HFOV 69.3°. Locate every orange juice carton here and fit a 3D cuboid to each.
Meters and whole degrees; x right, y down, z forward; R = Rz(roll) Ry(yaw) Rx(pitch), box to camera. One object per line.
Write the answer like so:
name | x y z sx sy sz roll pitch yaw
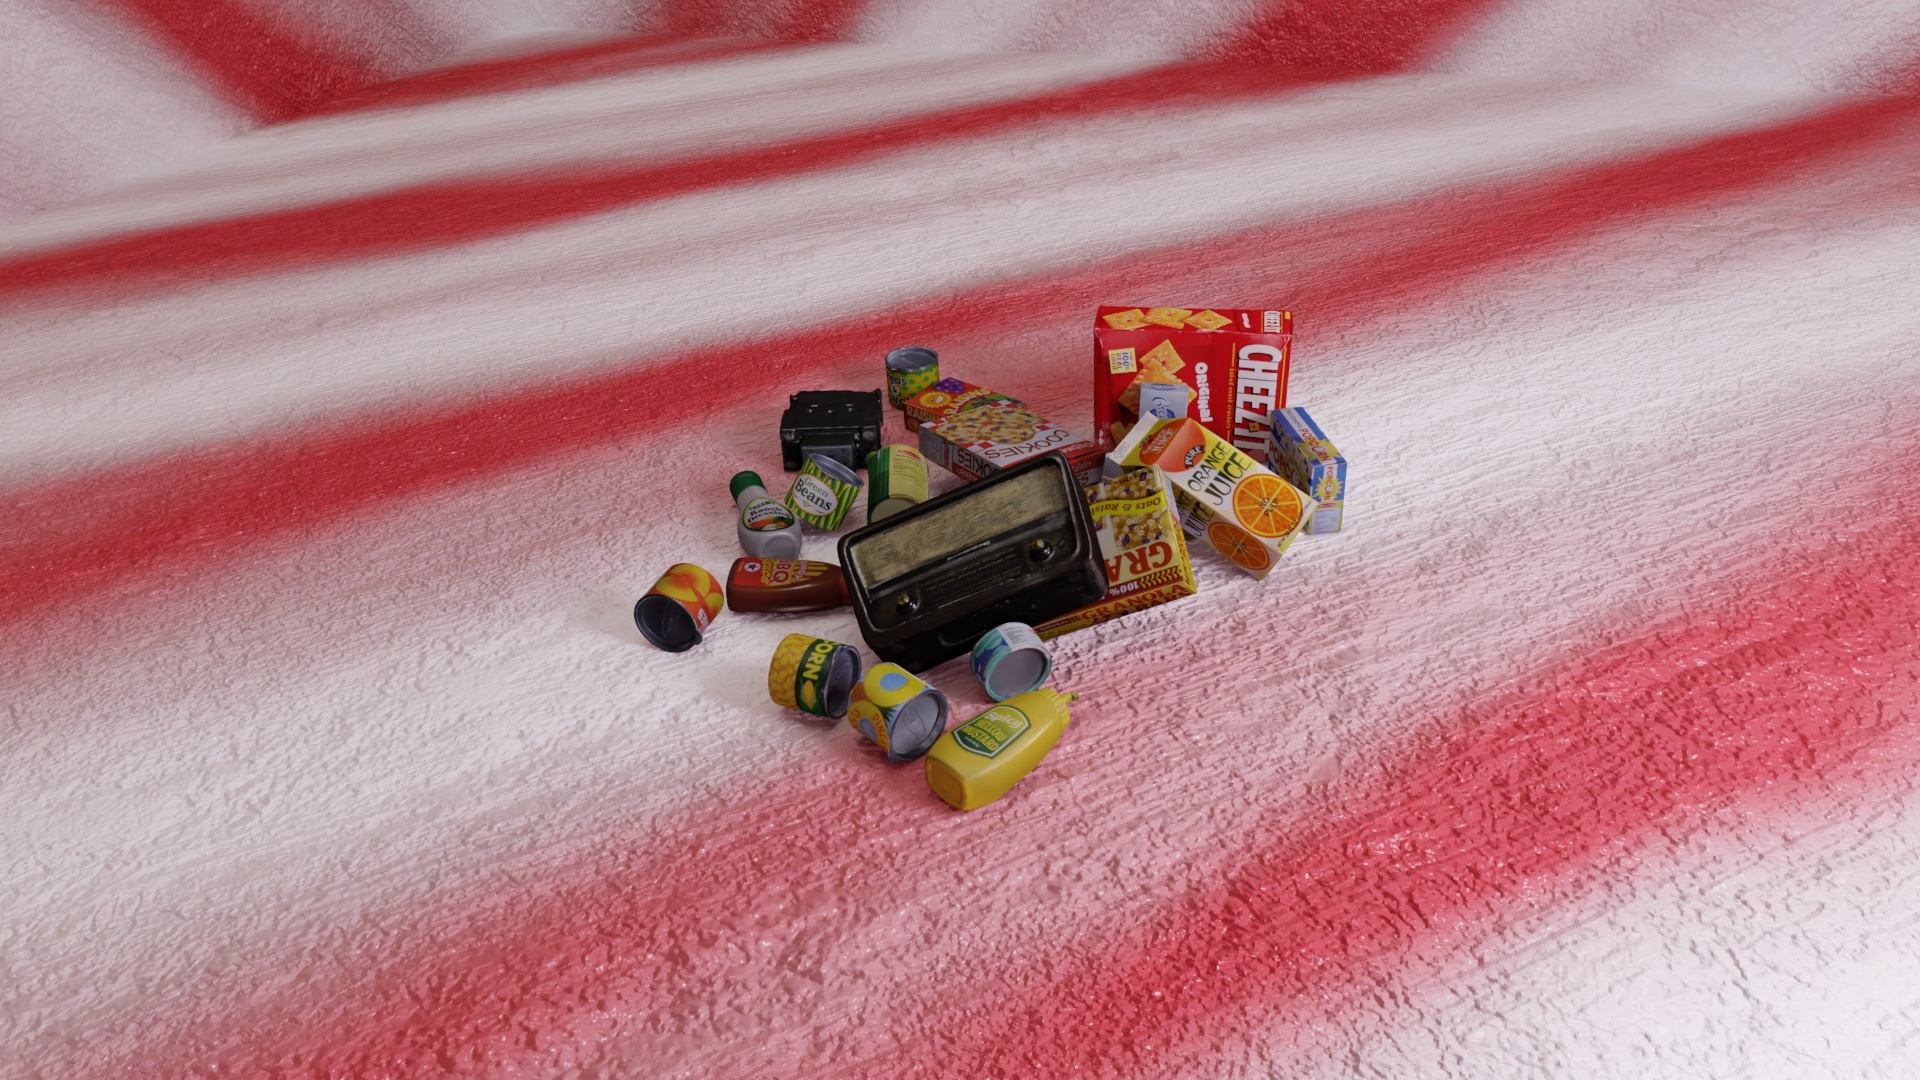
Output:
orange juice carton | 0.243 -0.052 1.364 0.193 0.072 0.072 35 68 11

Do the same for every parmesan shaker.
parmesan shaker | -0.069 -0.049 1.468 0.071 0.071 0.103 -3 33 0

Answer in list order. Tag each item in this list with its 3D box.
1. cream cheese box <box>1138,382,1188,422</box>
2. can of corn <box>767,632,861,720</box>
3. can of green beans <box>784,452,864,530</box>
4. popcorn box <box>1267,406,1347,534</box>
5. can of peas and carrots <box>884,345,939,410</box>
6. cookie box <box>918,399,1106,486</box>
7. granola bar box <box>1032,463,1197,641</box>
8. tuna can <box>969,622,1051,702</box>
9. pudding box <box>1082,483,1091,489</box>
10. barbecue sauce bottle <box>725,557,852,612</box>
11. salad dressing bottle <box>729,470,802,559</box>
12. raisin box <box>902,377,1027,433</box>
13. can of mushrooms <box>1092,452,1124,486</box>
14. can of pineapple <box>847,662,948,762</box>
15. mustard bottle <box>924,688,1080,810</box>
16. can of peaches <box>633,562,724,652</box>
cream cheese box | 0.221 -0.121 1.528 0.053 0.103 0.024 4 27 7
can of corn | -0.128 0.116 1.212 0.058 0.070 0.071 11 35 22
can of green beans | -0.144 -0.051 1.462 0.071 0.057 0.071 30 13 -7
popcorn box | 0.363 -0.075 1.462 0.038 0.084 0.127 -8 33 -6
can of peas and carrots | -0.060 -0.199 1.709 0.071 0.058 0.071 -2 33 2
cookie box | 0.054 -0.096 1.491 0.123 0.040 0.168 -19 35 -34
granola bar box | 0.123 0.013 1.282 0.165 0.039 0.125 -19 59 18
tuna can | 0.043 0.109 1.218 0.071 0.070 0.033 -15 39 -19
pudding box | 0.113 -0.074 1.529 0.050 0.030 0.084 -7 33 -4
barbecue sauce bottle | -0.149 0.044 1.351 0.148 0.043 0.065 1 31 5
salad dressing bottle | -0.210 -0.025 1.463 0.064 0.043 0.148 -11 33 -18
raisin box | 0.005 -0.148 1.644 0.123 0.039 0.086 23 41 35
can of mushrooms | 0.176 -0.067 1.511 0.071 0.033 0.071 -1 32 1
can of pineapple | -0.054 0.144 1.168 0.071 0.070 0.058 -29 41 -35
mustard bottle | 0.043 0.161 1.150 0.065 0.048 0.161 27 43 36
can of peaches | -0.262 0.064 1.310 0.071 0.071 0.058 8 33 16
